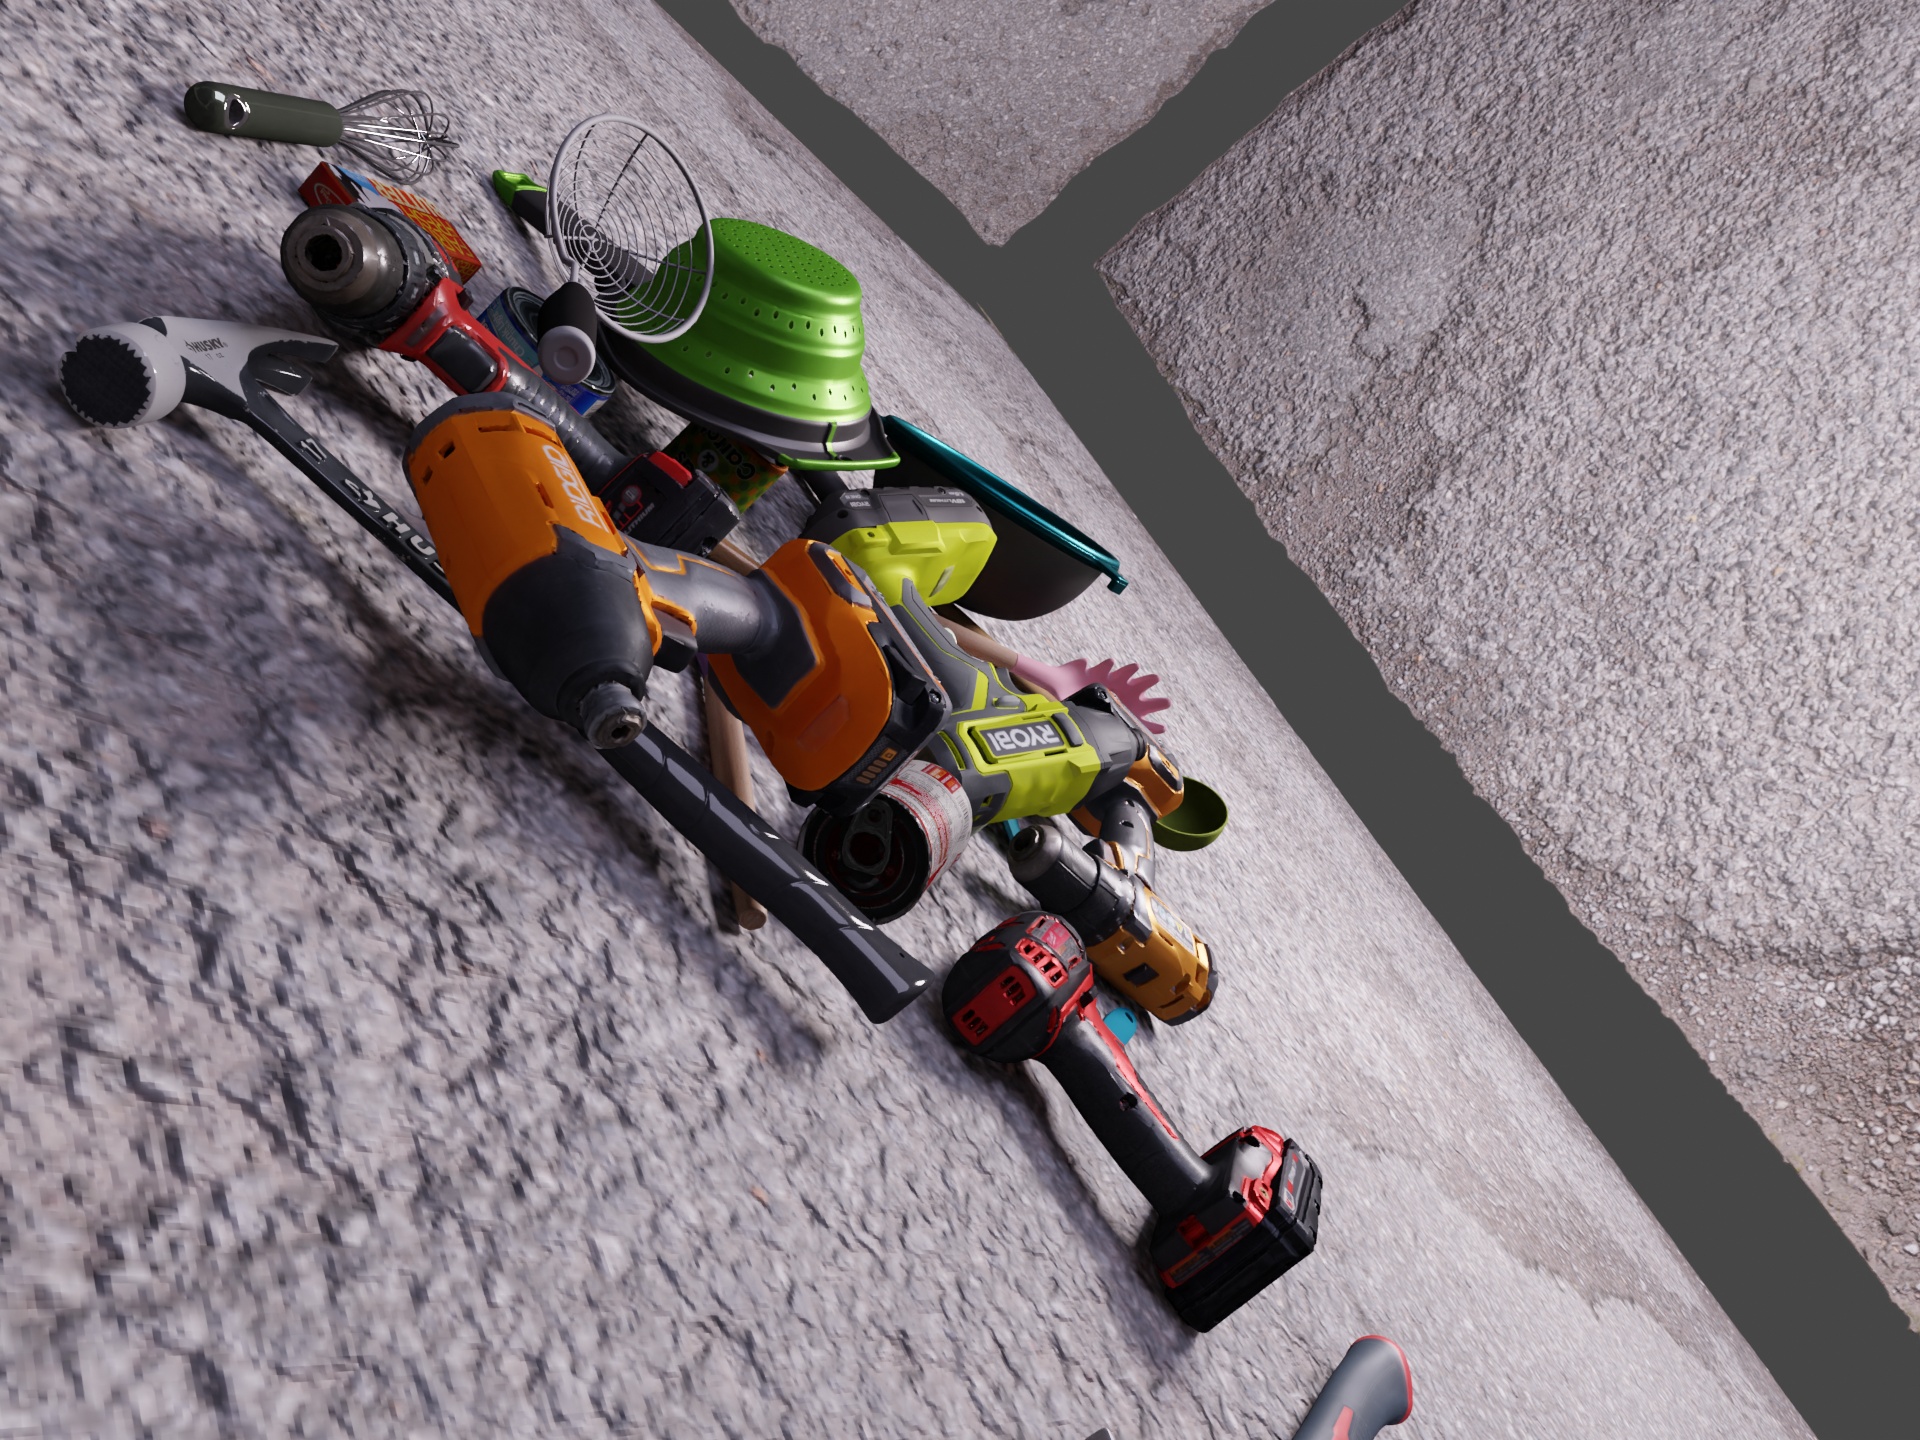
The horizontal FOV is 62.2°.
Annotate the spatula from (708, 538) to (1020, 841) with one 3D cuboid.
[{"bbox_3d":[-0.058,-0.020,1.033,0.317,0.044,0.082,39,19,-20],"label":"spatula"}]

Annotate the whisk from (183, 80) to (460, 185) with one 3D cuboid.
[{"bbox_3d":[-0.361,-0.341,0.911,0.059,0.057,0.246,16,18,6],"label":"whisk"}]

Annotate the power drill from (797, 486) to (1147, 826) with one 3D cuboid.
[{"bbox_3d":[0.004,-0.038,0.966,0.171,0.080,0.223,-8,54,-38],"label":"power drill"}]

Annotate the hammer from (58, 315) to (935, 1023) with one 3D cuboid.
[{"bbox_3d":[-0.164,-0.015,0.659,0.408,0.036,0.149,44,15,-11],"label":"hammer"}]

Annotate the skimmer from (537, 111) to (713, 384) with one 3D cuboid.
[{"bbox_3d":[-0.163,-0.227,0.790,0.364,0.090,0.127,-116,-175,-64],"label":"skimmer"}]

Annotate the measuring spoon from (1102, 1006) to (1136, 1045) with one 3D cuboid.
[{"bbox_3d":[0.096,0.188,0.962,0.042,0.021,0.128,52,17,9],"label":"measuring spoon"}]

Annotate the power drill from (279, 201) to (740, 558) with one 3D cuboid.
[{"bbox_3d":[-0.210,-0.147,0.736,0.226,0.080,0.188,44,1,-14],"label":"power drill"}]

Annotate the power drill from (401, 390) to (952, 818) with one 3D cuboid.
[{"bbox_3d":[-0.106,-0.032,0.647,0.226,0.084,0.164,23,27,-51],"label":"power drill"}]

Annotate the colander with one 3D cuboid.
[{"bbox_3d":[-0.185,-0.308,1.062,0.397,0.094,0.204,41,31,26],"label":"colander"}]

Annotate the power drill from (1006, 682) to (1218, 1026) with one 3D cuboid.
[{"bbox_3d":[0.092,0.075,1.082,0.185,0.084,0.226,42,28,-32],"label":"power drill"}]

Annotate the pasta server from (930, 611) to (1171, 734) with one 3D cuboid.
[{"bbox_3d":[0.019,-0.054,1.150,0.316,0.040,0.060,23,69,-27],"label":"pasta server"}]

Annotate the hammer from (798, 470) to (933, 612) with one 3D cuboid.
[{"bbox_3d":[-0.043,-0.097,1.237,0.331,0.033,0.128,55,15,20],"label":"hammer"}]

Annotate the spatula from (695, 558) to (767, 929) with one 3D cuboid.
[{"bbox_3d":[-0.120,-0.005,0.816,0.059,0.018,0.316,21,28,-26],"label":"spatula"}]

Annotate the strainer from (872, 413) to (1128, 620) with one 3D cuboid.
[{"bbox_3d":[-0.044,-0.168,1.192,0.340,0.095,0.211,29,11,-15],"label":"strainer"}]

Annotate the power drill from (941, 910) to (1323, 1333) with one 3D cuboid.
[{"bbox_3d":[0.087,0.193,0.836,0.220,0.078,0.143,48,14,6],"label":"power drill"}]

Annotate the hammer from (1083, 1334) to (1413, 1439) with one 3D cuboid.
[{"bbox_3d":[0.152,0.339,0.734,0.143,0.038,0.386,53,15,18],"label":"hammer"}]

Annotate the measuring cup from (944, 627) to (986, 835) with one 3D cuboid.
[{"bbox_3d":[-0.002,-0.003,1.011,0.083,0.038,0.168,28,45,-28],"label":"measuring cup"}]

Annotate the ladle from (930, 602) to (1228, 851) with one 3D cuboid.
[{"bbox_3d":[0.095,-0.001,1.234,0.320,0.062,0.078,42,25,-27],"label":"ladle"}]
